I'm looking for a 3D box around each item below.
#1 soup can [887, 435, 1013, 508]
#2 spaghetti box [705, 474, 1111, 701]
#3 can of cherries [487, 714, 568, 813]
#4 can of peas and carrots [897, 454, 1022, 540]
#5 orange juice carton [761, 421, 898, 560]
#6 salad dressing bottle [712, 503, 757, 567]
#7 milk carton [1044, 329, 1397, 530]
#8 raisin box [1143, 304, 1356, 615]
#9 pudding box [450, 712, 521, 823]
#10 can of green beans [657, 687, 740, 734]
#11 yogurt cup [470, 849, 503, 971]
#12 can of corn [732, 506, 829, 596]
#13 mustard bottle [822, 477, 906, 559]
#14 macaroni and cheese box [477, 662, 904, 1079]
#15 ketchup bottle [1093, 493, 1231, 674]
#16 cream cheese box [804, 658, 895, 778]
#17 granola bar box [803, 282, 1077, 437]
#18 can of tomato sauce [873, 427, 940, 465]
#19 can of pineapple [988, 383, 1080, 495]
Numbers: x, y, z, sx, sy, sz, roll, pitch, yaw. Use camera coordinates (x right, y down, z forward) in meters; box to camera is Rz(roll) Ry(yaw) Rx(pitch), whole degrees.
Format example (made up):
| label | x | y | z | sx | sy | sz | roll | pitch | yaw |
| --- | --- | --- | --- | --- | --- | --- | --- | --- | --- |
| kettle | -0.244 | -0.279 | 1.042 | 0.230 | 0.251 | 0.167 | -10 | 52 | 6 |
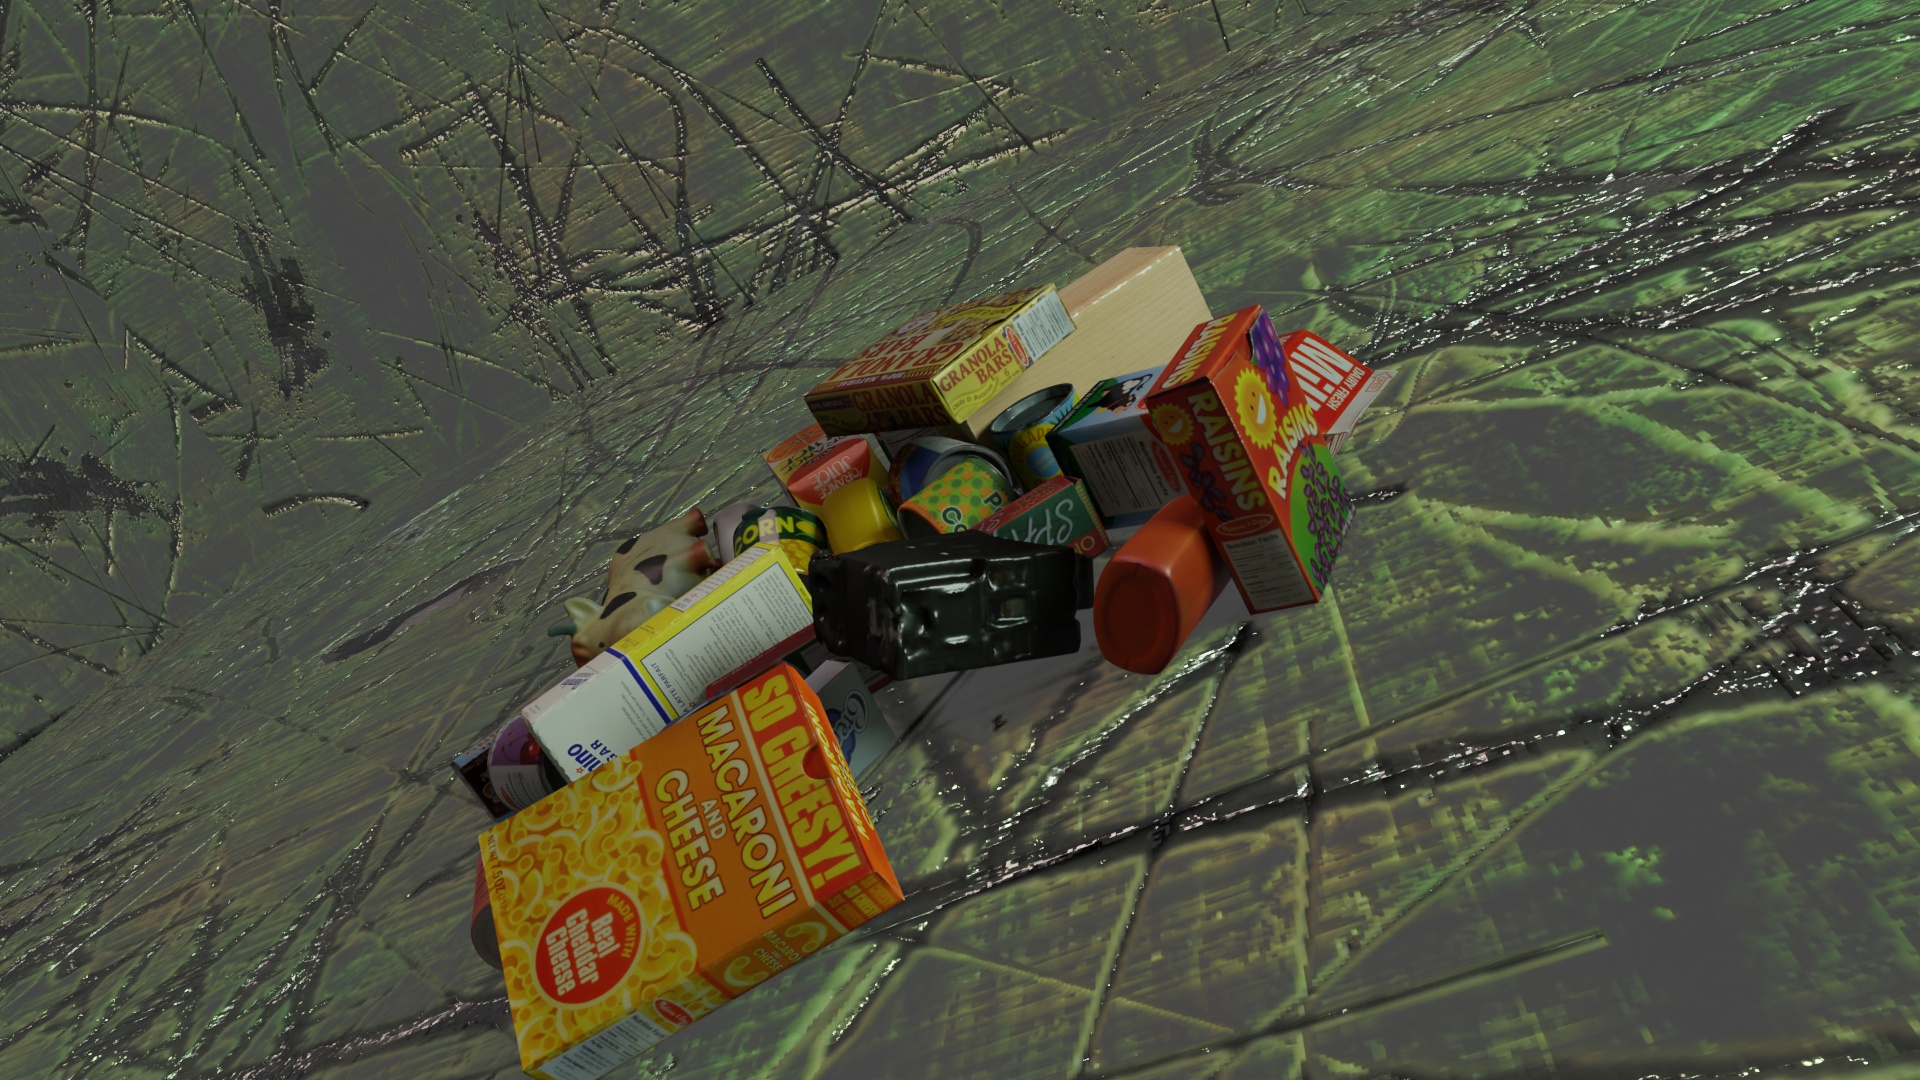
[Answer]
| label | x | y | z | sx | sy | sz | roll | pitch | yaw |
| --- | --- | --- | --- | --- | --- | --- | --- | --- | --- |
| soup can | -0.009 | -0.036 | 0.973 | 0.071 | 0.071 | 0.084 | -33 | 18 | -12 |
| spaghetti box | -0.029 | 0.045 | 0.813 | 0.250 | 0.050 | 0.029 | -31 | 19 | -6 |
| can of cherries | -0.250 | 0.136 | 0.870 | 0.058 | 0.071 | 0.072 | -13 | 25 | 41 |
| can of peas and carrots | 0.003 | -0.011 | 0.887 | 0.059 | 0.070 | 0.071 | -37 | 20 | -20 |
| orange juice carton | -0.099 | -0.041 | 1.104 | 0.072 | 0.073 | 0.193 | -32 | 19 | -7 |
| salad dressing bottle | -0.161 | 0.018 | 1.067 | 0.044 | 0.064 | 0.148 | -21 | 25 | -5 |
| milk carton | 0.150 | -0.063 | 0.794 | 0.190 | 0.073 | 0.073 | -9 | 27 | 46 |
| raisin box | 0.142 | -0.039 | 0.665 | 0.040 | 0.123 | 0.086 | -16 | 22 | 37 |
| pudding box | -0.292 | 0.146 | 0.936 | 0.084 | 0.049 | 0.030 | -38 | 18 | -25 |
| can of green beans | -0.122 | 0.121 | 0.738 | 0.071 | 0.057 | 0.071 | -26 | 19 | 10 |
| yogurt cup | -0.216 | 0.183 | 0.708 | 0.072 | 0.072 | 0.054 | -27 | 27 | 7 |
| can of corn | -0.124 | 0.018 | 0.962 | 0.071 | 0.071 | 0.058 | -25 | 48 | 15 |
| mustard bottle | -0.059 | 0.009 | 0.937 | 0.049 | 0.065 | 0.161 | -28 | 25 | 2 |
| macaroni and cheese box | -0.124 | 0.146 | 0.619 | 0.166 | 0.040 | 0.124 | -30 | 49 | -1 |
| ketchup bottle | 0.115 | 0.006 | 0.691 | 0.043 | 0.064 | 0.149 | 16 | 32 | 24 |
| cream cheese box | -0.083 | 0.112 | 0.710 | 0.024 | 0.053 | 0.104 | -4 | 31 | 49 |
| granola bar box | -0.018 | -0.123 | 0.966 | 0.125 | 0.039 | 0.165 | -41 | 23 | -28 |
| can of tomato sauce | -0.035 | -0.090 | 1.120 | 0.071 | 0.083 | 0.071 | -26 | 19 | 10 |
| can of pineapple | 0.061 | -0.067 | 0.958 | 0.071 | 0.057 | 0.071 | -27 | 19 | 10 |
